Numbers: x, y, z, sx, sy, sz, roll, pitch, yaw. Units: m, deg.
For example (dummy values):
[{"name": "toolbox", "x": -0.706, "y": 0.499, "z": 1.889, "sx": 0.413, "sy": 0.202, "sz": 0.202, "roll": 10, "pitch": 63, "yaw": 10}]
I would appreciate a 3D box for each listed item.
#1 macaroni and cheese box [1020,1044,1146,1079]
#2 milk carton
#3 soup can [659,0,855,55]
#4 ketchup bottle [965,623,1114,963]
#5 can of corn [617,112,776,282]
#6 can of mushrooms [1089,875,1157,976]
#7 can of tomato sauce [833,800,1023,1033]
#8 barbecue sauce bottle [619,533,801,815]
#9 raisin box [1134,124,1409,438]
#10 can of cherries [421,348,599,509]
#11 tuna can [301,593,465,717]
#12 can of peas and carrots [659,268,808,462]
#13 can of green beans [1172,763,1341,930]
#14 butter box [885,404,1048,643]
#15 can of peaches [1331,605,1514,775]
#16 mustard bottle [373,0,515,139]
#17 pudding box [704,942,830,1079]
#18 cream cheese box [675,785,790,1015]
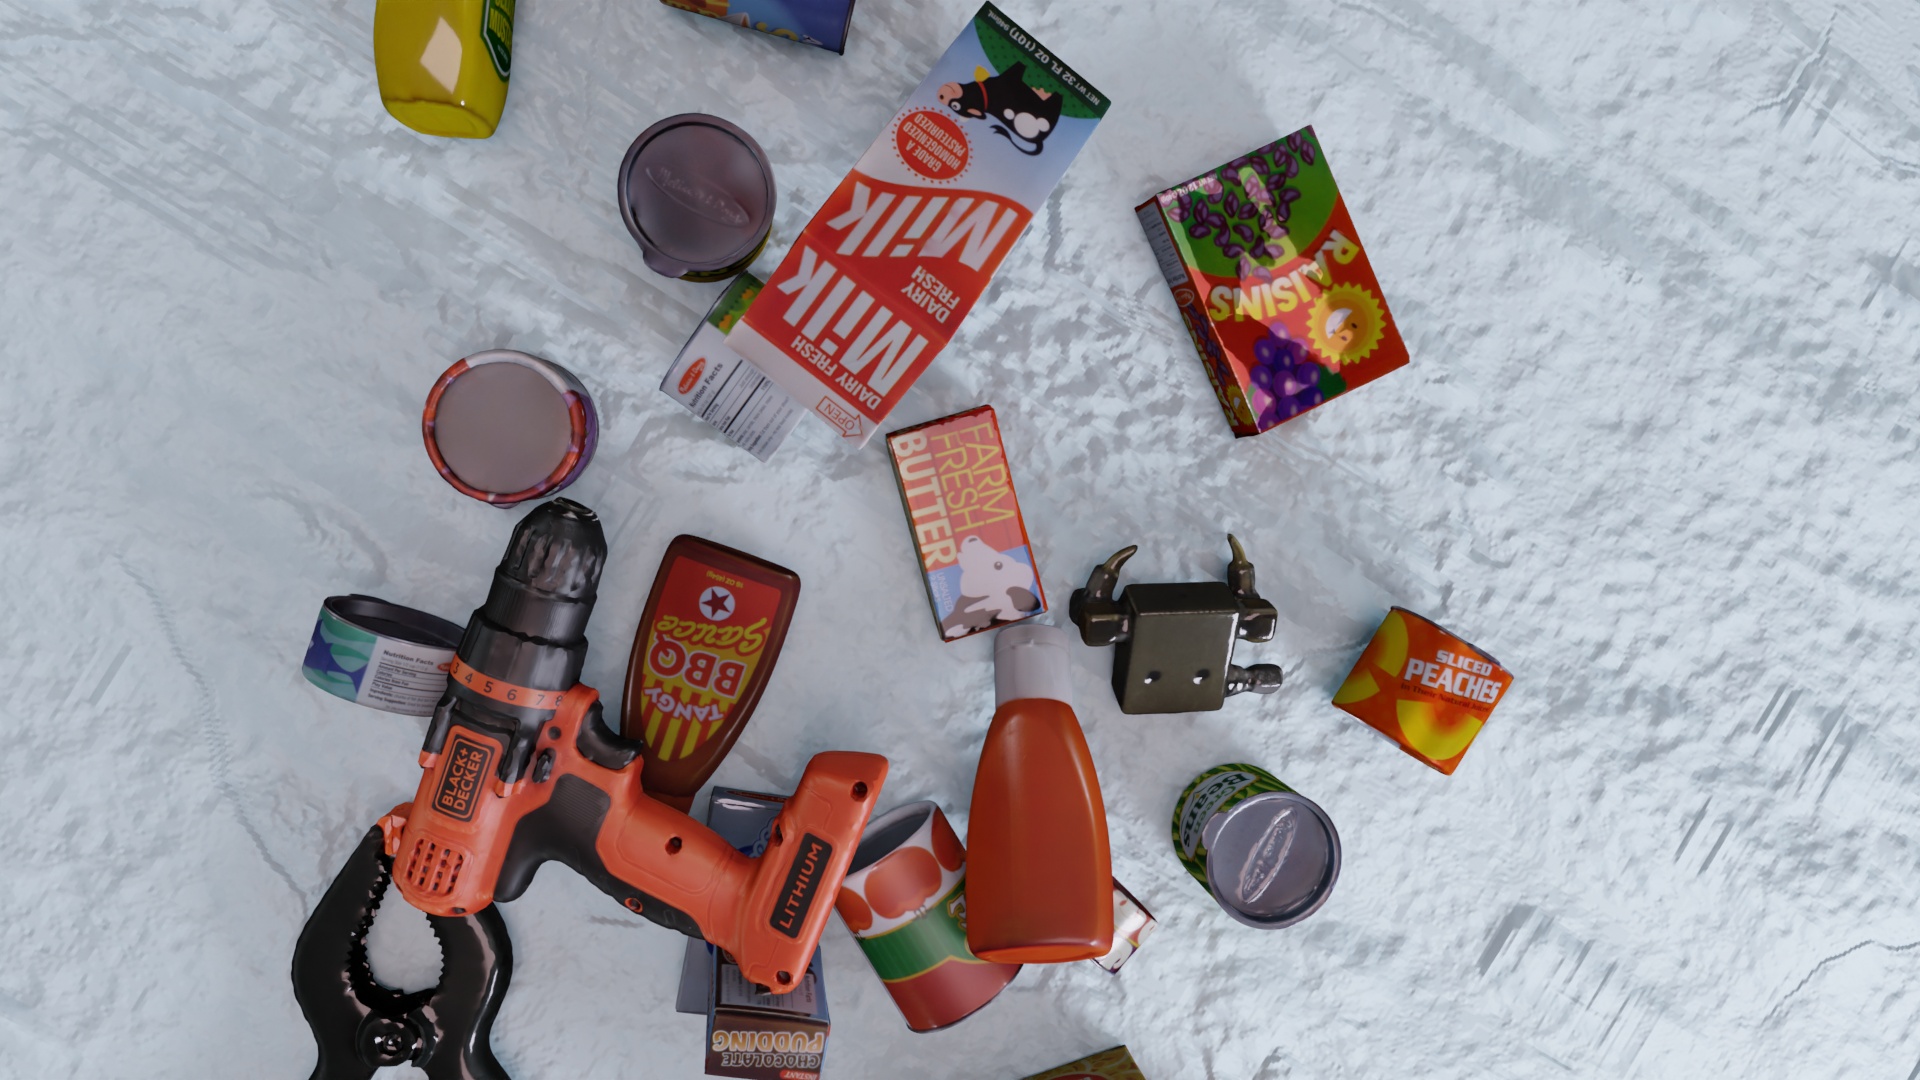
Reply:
[{"name": "macaroni and cheese box", "x": 0.017, "y": 0.298, "z": 0.630, "sx": 0.167, "sy": 0.124, "sz": 0.040, "roll": -16, "pitch": 95, "yaw": -7}, {"name": "milk carton", "x": -0.020, "y": -0.129, "z": 0.587, "sx": 0.072, "sy": 0.073, "sz": 0.191, "roll": 38, "pitch": 64, "yaw": -9}, {"name": "soup can", "x": -0.085, "y": -0.255, "z": 0.609, "sx": 0.084, "sy": 0.071, "sz": 0.071, "roll": 13, "pitch": 92, "yaw": -8}, {"name": "ketchup bottle", "x": 0.034, "y": 0.112, "z": 0.629, "sx": 0.064, "sy": 0.043, "sz": 0.149, "roll": -8, "pitch": 62, "yaw": 16}, {"name": "can of corn", "x": -0.116, "y": -0.147, "z": 0.613, "sx": 0.071, "sy": 0.058, "sz": 0.071, "roll": -1, "pitch": 94, "yaw": -9}, {"name": "can of mushrooms", "x": 0.060, "y": 0.172, "z": 0.659, "sx": 0.071, "sy": 0.071, "sz": 0.033, "roll": 43, "pitch": 86, "yaw": -9}, {"name": "can of tomato sauce", "x": -0.016, "y": 0.172, "z": 0.645, "sx": 0.071, "sy": 0.071, "sz": 0.083, "roll": -31, "pitch": 97, "yaw": -5}, {"name": "barbecue sauce bottle", "x": -0.126, "y": 0.075, "z": 0.634, "sx": 0.065, "sy": 0.043, "sz": 0.148, "roll": 20, "pitch": 91, "yaw": -4}, {"name": "raisin box", "x": 0.149, "y": -0.122, "z": 0.665, "sx": 0.086, "sy": 0.040, "sz": 0.123, "roll": -26, "pitch": 96, "yaw": -7}, {"name": "can of cherries", "x": -0.196, "y": -0.047, "z": 0.608, "sx": 0.071, "sy": 0.058, "sz": 0.071, "roll": -1, "pitch": 94, "yaw": -9}, {"name": "tuna can", "x": -0.249, "y": 0.049, "z": 0.604, "sx": 0.071, "sy": 0.071, "sz": 0.033, "roll": 19, "pitch": 92, "yaw": -9}, {"name": "can of peas and carrots", "x": -0.090, "y": -0.078, "z": 0.619, "sx": 0.058, "sy": 0.071, "sz": 0.071, "roll": 36, "pitch": 88, "yaw": -10}, {"name": "can of green beans", "x": 0.142, "y": 0.146, "z": 0.672, "sx": 0.071, "sy": 0.058, "sz": 0.071, "roll": -1, "pitch": 94, "yaw": -8}, {"name": "butter box", "x": 0.002, "y": -0.008, "z": 0.657, "sx": 0.053, "sy": 0.024, "sz": 0.103, "roll": -16, "pitch": 96, "yaw": -7}, {"name": "can of peaches", "x": 0.224, "y": 0.073, "z": 0.673, "sx": 0.071, "sy": 0.071, "sz": 0.058, "roll": 33, "pitch": 90, "yaw": -9}, {"name": "mustard bottle", "x": -0.214, "y": -0.256, "z": 0.590, "sx": 0.049, "sy": 0.065, "sz": 0.160, "roll": 5, "pitch": 89, "yaw": -5}, {"name": "pudding box", "x": -0.084, "y": 0.201, "z": 0.603, "sx": 0.050, "sy": 0.084, "sz": 0.030, "roll": 9, "pitch": 96, "yaw": -10}, {"name": "cream cheese box", "x": -0.099, "y": 0.172, "z": 0.654, "sx": 0.053, "sy": 0.024, "sz": 0.103, "roll": 10, "pitch": 92, "yaw": -9}]
